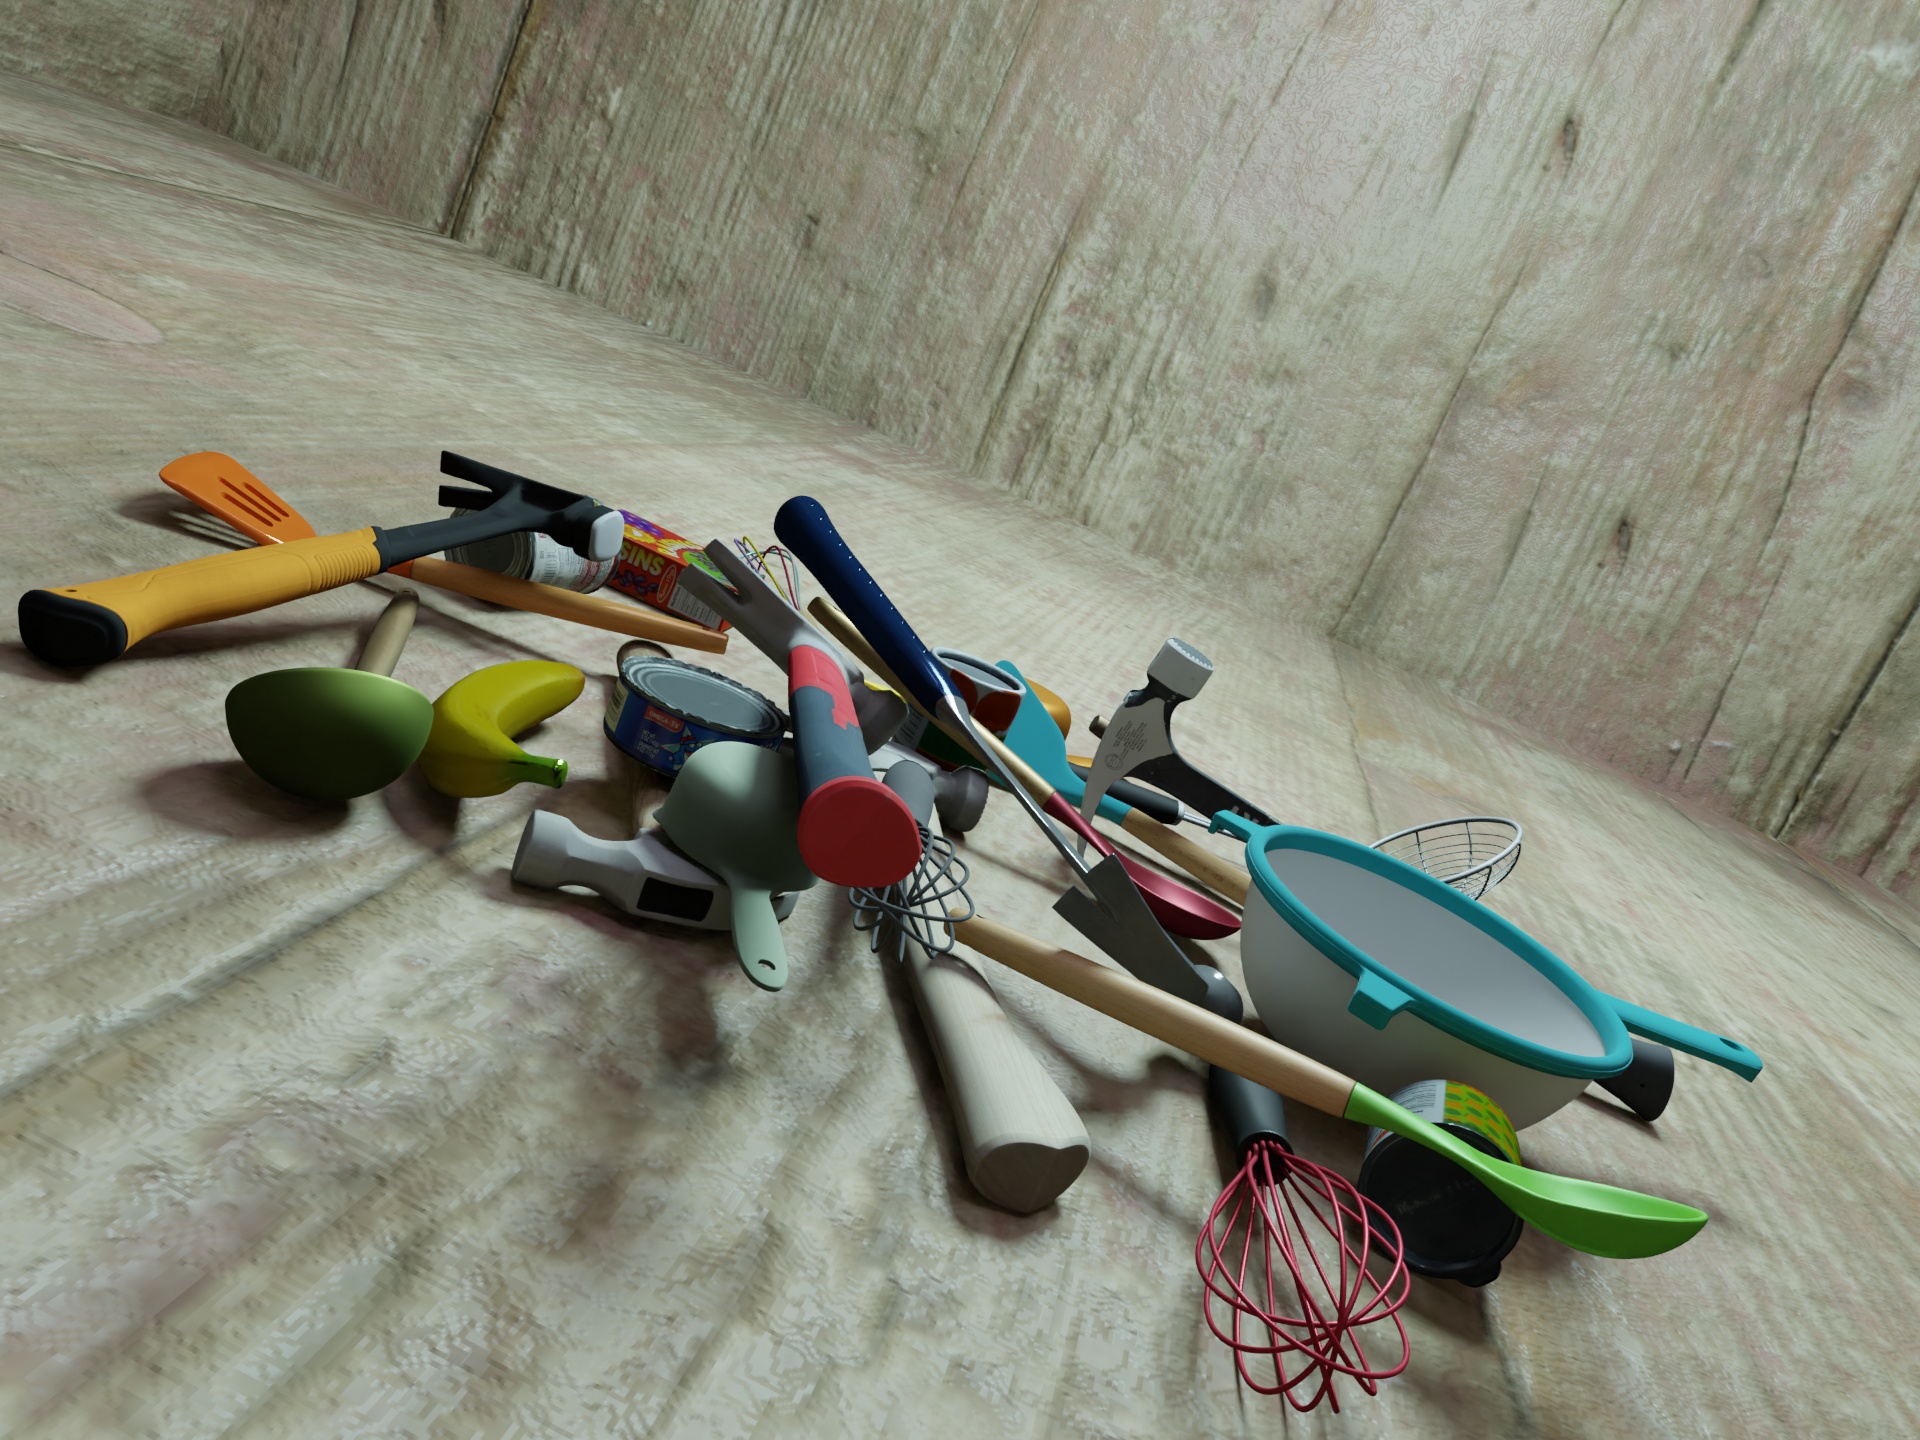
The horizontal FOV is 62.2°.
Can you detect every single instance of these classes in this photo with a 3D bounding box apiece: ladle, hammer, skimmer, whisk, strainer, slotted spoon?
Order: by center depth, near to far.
[{"bbox_3d":[0.122,0.179,0.622,0.073,0.073,0.296,24,7,2],"label":"whisk"},{"bbox_3d":[0.131,0.141,0.636,0.314,0.031,0.070,22,0,21],"label":"slotted spoon"},{"bbox_3d":[-0.070,-0.009,0.692,0.143,0.038,0.386,43,3,-12],"label":"hammer"},{"bbox_3d":[-0.023,0.053,0.725,0.055,0.055,0.239,22,11,-6],"label":"whisk"},{"bbox_3d":[-0.024,0.089,0.751,0.146,0.038,0.411,18,15,-16],"label":"hammer"},{"bbox_3d":[-0.279,-0.034,0.754,0.078,0.062,0.320,-1,17,-13],"label":"ladle"},{"bbox_3d":[-0.317,-0.085,0.800,0.127,0.034,0.337,20,23,18],"label":"hammer"},{"bbox_3d":[-0.152,0.020,0.806,0.130,0.031,0.332,19,15,-18],"label":"hammer"},{"bbox_3d":[-0.001,-0.003,0.829,0.406,0.035,0.143,51,3,40],"label":"hammer"},{"bbox_3d":[0.279,0.167,0.839,0.340,0.095,0.211,21,17,-21],"label":"strainer"},{"bbox_3d":[0.032,0.029,0.930,0.315,0.031,0.069,40,8,7],"label":"ladle"},{"bbox_3d":[0.256,0.120,0.968,0.409,0.149,0.036,33,15,1],"label":"hammer"},{"bbox_3d":[0.218,0.058,1.129,0.363,0.090,0.127,19,6,-9],"label":"skimmer"},{"bbox_3d":[-0.127,-0.080,1.205,0.051,0.047,0.245,4,26,-26],"label":"whisk"}]

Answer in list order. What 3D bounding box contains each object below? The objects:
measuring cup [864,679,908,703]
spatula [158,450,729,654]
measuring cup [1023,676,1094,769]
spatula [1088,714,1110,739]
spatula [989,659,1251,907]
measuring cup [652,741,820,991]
[{"bbox_3d":[-0.057,-0.009,1.101,0.062,0.029,0.156,27,3,12],"label":"measuring cup"},{"bbox_3d":[-0.292,-0.092,0.925,0.322,0.041,0.081,14,18,-7],"label":"spatula"},{"bbox_3d":[0.071,0.005,1.176,0.173,0.052,0.095,12,18,-34],"label":"measuring cup"},{"bbox_3d":[0.214,0.087,1.065,0.315,0.018,0.060,34,12,-13],"label":"spatula"},{"bbox_3d":[0.131,0.072,1.042,0.318,0.044,0.082,32,59,18],"label":"spatula"},{"bbox_3d":[-0.080,0.055,0.651,0.083,0.038,0.168,20,16,-18],"label":"measuring cup"}]
